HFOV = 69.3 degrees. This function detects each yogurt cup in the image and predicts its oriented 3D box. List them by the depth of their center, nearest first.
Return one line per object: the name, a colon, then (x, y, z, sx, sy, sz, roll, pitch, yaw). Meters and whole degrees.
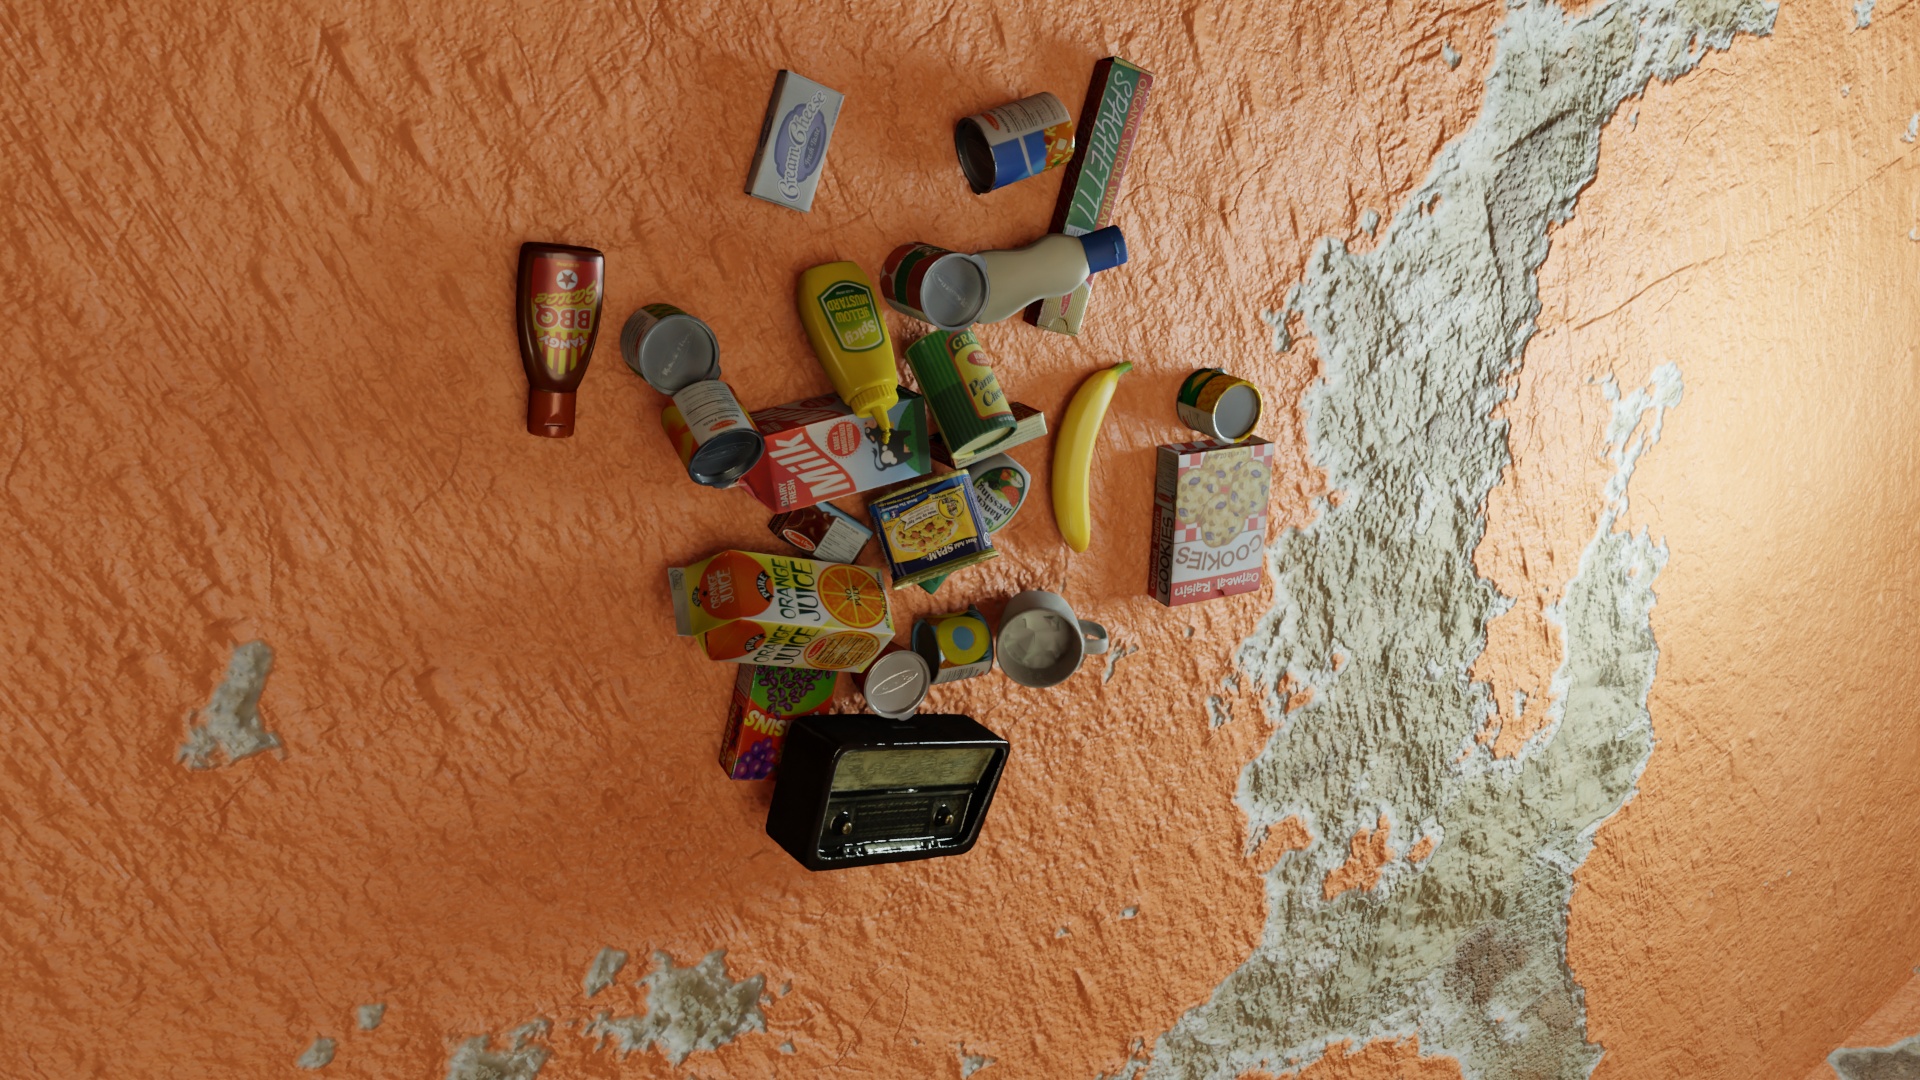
yogurt cup: (-0.070, 0.127, 1.317, 0.072, 0.054, 0.072, -10, 112, -26)

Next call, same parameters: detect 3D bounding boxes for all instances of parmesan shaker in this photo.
parmesan shaker: (0.002, -0.132, 1.231, 0.071, 0.071, 0.103, -21, 80, -21)

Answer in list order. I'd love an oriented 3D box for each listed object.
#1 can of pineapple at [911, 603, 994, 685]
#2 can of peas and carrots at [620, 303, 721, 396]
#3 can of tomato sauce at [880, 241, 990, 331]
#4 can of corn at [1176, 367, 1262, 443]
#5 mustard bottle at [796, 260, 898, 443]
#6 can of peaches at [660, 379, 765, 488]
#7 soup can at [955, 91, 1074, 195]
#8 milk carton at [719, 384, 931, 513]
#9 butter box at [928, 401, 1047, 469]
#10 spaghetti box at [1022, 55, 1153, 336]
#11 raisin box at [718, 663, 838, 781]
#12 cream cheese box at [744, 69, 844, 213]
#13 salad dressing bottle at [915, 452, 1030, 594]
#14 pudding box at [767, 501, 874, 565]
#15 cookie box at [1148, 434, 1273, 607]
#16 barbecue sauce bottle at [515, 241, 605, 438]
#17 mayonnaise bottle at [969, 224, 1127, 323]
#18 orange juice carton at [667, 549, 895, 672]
can of pineapple: (-0.009, 0.101, 1.336, 0.058, 0.071, 0.070, -8, 111, -26)
can of peas and carrots: (-0.233, -0.154, 1.123, 0.071, 0.059, 0.070, -11, 113, -26)
can of tomato sauce: (-0.022, -0.223, 1.202, 0.071, 0.083, 0.071, -10, 112, -26)
can of corn: (0.264, -0.138, 1.406, 0.071, 0.058, 0.071, -10, 113, -26)
mustard bottle: (-0.086, -0.155, 1.163, 0.065, 0.048, 0.160, -17, 78, -23)
can of peaches: (-0.200, -0.085, 1.115, 0.071, 0.058, 0.071, -26, 153, -15)
soup can: (0.047, -0.345, 1.209, 0.084, 0.071, 0.071, -24, 118, -20)
milk carton: (-0.127, -0.078, 1.201, 0.191, 0.072, 0.073, -16, 115, -23)
butter box: (0.024, -0.098, 1.290, 0.104, 0.053, 0.024, -23, 115, -21)
spaghetti box: (0.118, -0.314, 1.280, 0.050, 0.029, 0.249, 9, 103, -31)
raisin box: (-0.167, 0.160, 1.283, 0.086, 0.040, 0.123, 6, 105, -32)
cream cheese box: (-0.136, -0.325, 1.137, 0.053, 0.024, 0.103, 13, 101, -31)
salad dressing bottle: (0.005, -0.016, 1.313, 0.064, 0.044, 0.148, 40, 86, -27)
pudding box: (-0.125, -0.010, 1.252, 0.083, 0.030, 0.049, 32, 92, -33)
cookie box: (0.263, -0.021, 1.458, 0.123, 0.040, 0.166, -9, 111, -26)
barbecue sauce bottle: (-0.316, -0.156, 1.086, 0.065, 0.044, 0.148, 0, 108, -30)
mayonnaise bottle: (0.075, -0.244, 1.247, 0.148, 0.041, 0.064, -18, 105, -2)
orange juice carton: (-0.161, 0.062, 1.216, 0.193, 0.072, 0.072, 8, 141, -31)
